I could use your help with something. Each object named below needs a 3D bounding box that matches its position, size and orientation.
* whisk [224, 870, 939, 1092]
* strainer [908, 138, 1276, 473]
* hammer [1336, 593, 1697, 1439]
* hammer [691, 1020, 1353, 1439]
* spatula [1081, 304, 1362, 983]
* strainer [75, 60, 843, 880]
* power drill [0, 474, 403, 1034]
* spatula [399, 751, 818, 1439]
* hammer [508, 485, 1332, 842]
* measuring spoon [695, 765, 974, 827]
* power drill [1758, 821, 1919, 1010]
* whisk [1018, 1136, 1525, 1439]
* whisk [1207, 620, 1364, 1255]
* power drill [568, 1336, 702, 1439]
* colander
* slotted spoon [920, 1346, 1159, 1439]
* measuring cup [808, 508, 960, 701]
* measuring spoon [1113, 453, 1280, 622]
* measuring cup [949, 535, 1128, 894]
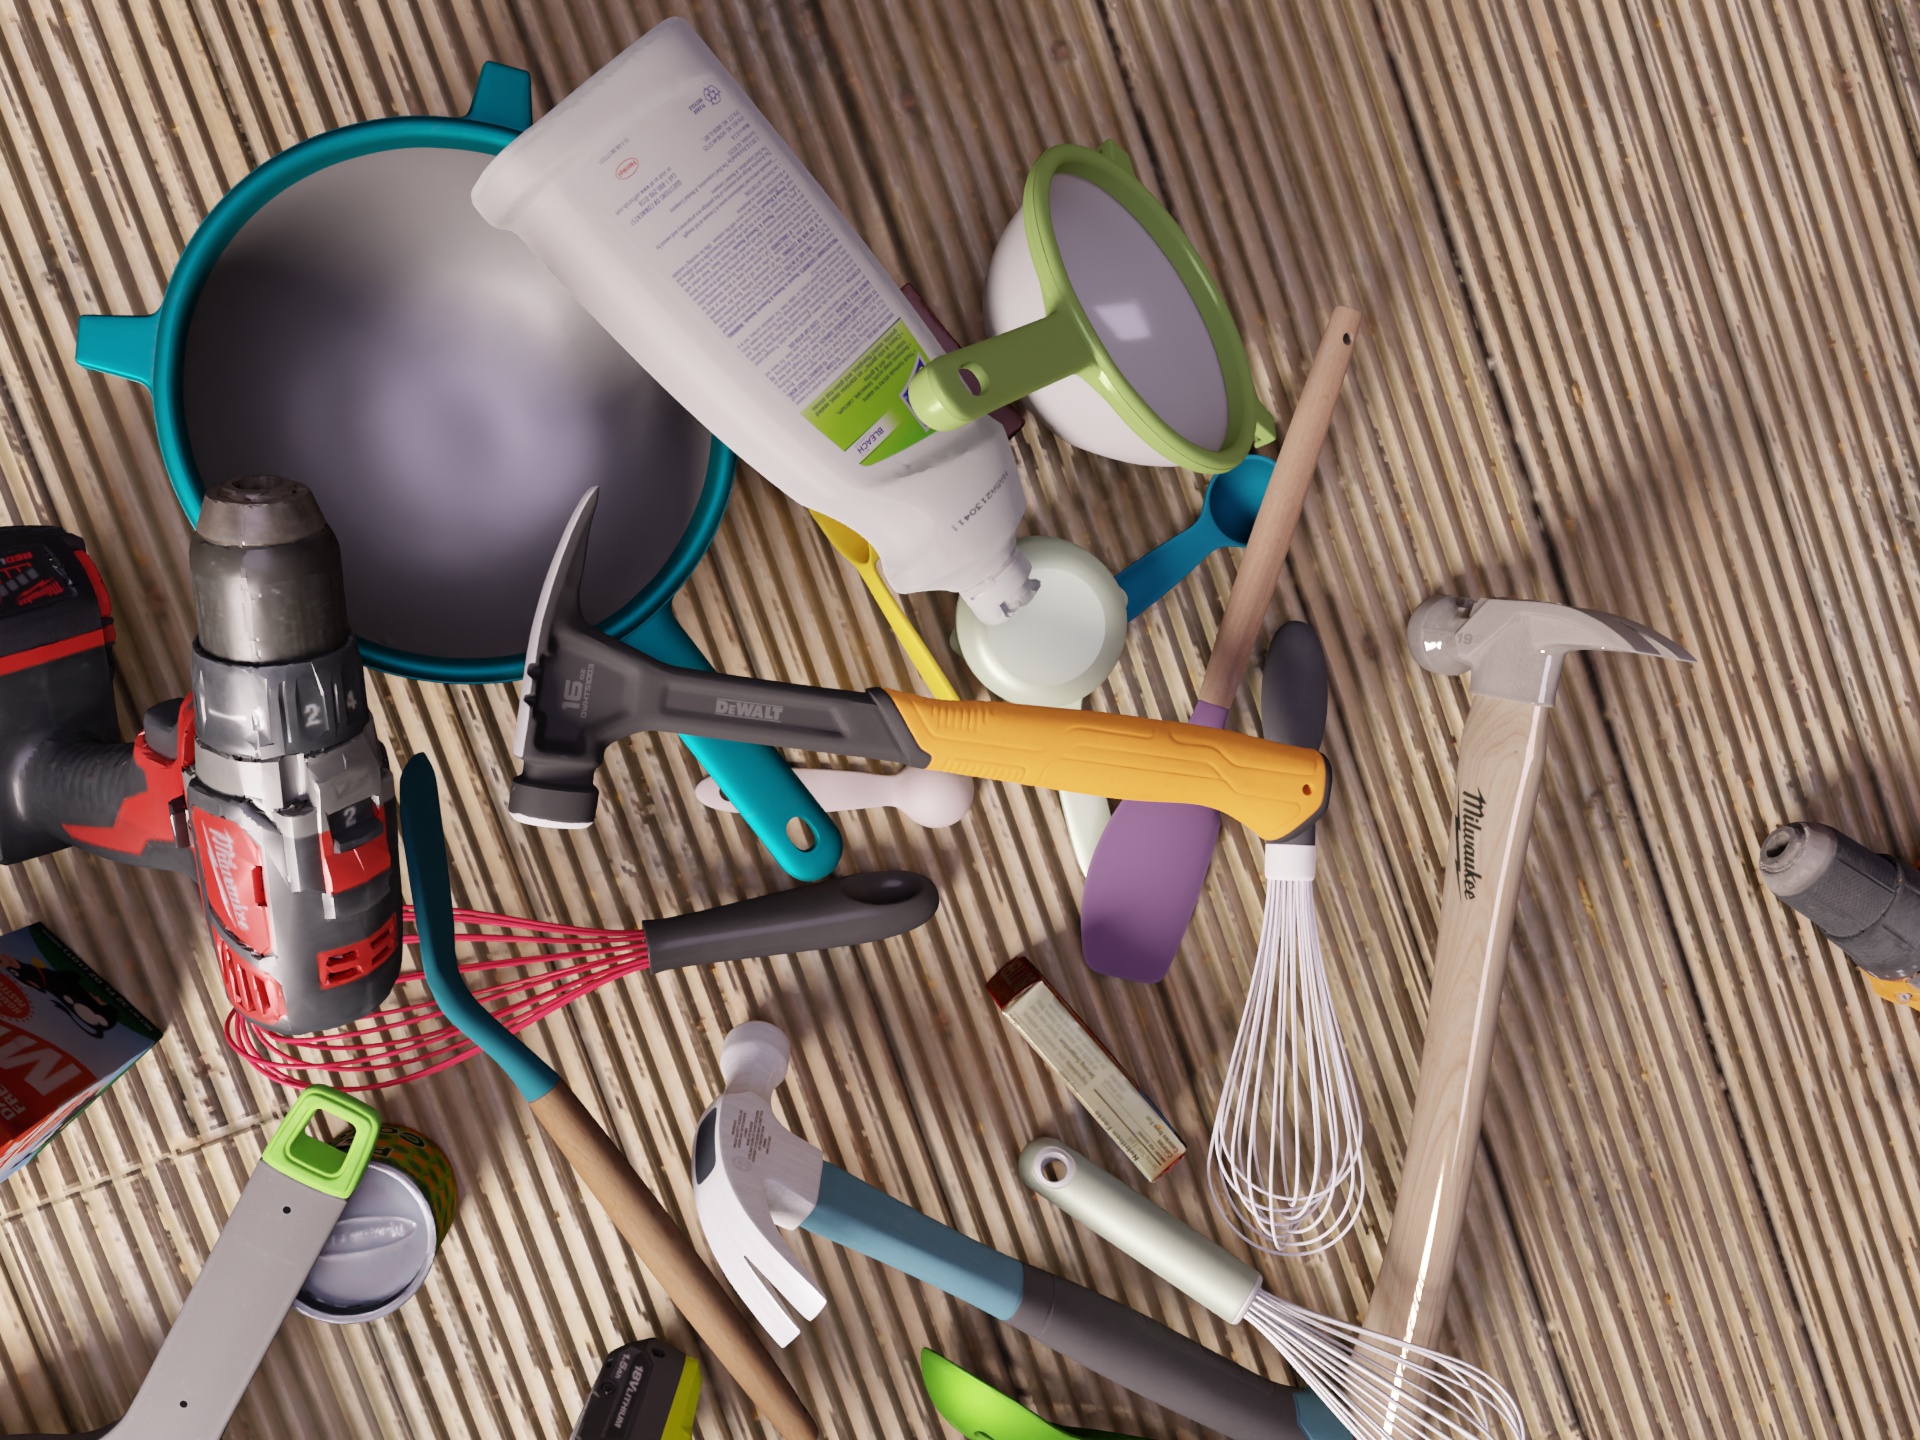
[{"bbox_3d":[-0.152,0.098,0.668,0.295,0.073,0.073,-9,92,-14],"label":"whisk"},{"bbox_3d":[0.033,-0.141,0.632,0.069,0.256,0.151,-26,97,36],"label":"strainer"},{"bbox_3d":[0.222,0.152,0.696,0.038,0.146,0.410,7,95,-20],"label":"hammer"},{"bbox_3d":[0.033,0.249,0.683,0.331,0.128,0.033,31,118,-14],"label":"hammer"},{"bbox_3d":[0.120,-0.032,0.711,0.059,0.018,0.316,17,95,-23],"label":"spatula"},{"bbox_3d":[-0.165,-0.071,0.650,0.211,0.095,0.340,-41,108,-17],"label":"strainer"},{"bbox_3d":[-0.286,-0.008,0.554,0.227,0.080,0.187,18,118,27],"label":"power drill"},{"bbox_3d":[-0.136,0.157,0.614,0.044,0.082,0.317,-34,102,-7],"label":"spatula"},{"bbox_3d":[-0.001,-0.002,0.637,0.336,0.034,0.127,9,93,-18],"label":"hammer"},{"bbox_3d":[-0.054,0.032,0.702,0.124,0.018,0.034,0,91,-8],"label":"measuring spoon"},{"bbox_3d":[0.504,0.038,0.760,0.185,0.084,0.226,31,91,-7],"label":"power drill"},{"bbox_3d":[0.130,0.254,0.684,0.246,0.059,0.058,30,72,16],"label":"whisk"},{"bbox_3d":[0.147,0.096,0.718,0.070,0.070,0.285,3,85,-9],"label":"whisk"},{"bbox_3d":[-0.060,0.348,0.646,0.223,0.171,0.080,23,124,-5],"label":"power drill"},{"bbox_3d":[-0.324,0.317,0.587,0.204,0.094,0.397,29,99,-7],"label":"colander"},{"bbox_3d":[0.121,0.343,0.719,0.313,0.070,0.031,23,70,-14],"label":"slotted spoon"},{"bbox_3d":[-0.020,-0.056,0.695,0.029,0.062,0.156,-36,107,-17],"label":"measuring cup"},{"bbox_3d":[0.096,-0.074,0.728,0.128,0.021,0.042,-37,98,3],"label":"measuring spoon"},{"bbox_3d":[0.047,0.001,0.704,0.083,0.038,0.167,-15,96,-1],"label":"measuring cup"}]
